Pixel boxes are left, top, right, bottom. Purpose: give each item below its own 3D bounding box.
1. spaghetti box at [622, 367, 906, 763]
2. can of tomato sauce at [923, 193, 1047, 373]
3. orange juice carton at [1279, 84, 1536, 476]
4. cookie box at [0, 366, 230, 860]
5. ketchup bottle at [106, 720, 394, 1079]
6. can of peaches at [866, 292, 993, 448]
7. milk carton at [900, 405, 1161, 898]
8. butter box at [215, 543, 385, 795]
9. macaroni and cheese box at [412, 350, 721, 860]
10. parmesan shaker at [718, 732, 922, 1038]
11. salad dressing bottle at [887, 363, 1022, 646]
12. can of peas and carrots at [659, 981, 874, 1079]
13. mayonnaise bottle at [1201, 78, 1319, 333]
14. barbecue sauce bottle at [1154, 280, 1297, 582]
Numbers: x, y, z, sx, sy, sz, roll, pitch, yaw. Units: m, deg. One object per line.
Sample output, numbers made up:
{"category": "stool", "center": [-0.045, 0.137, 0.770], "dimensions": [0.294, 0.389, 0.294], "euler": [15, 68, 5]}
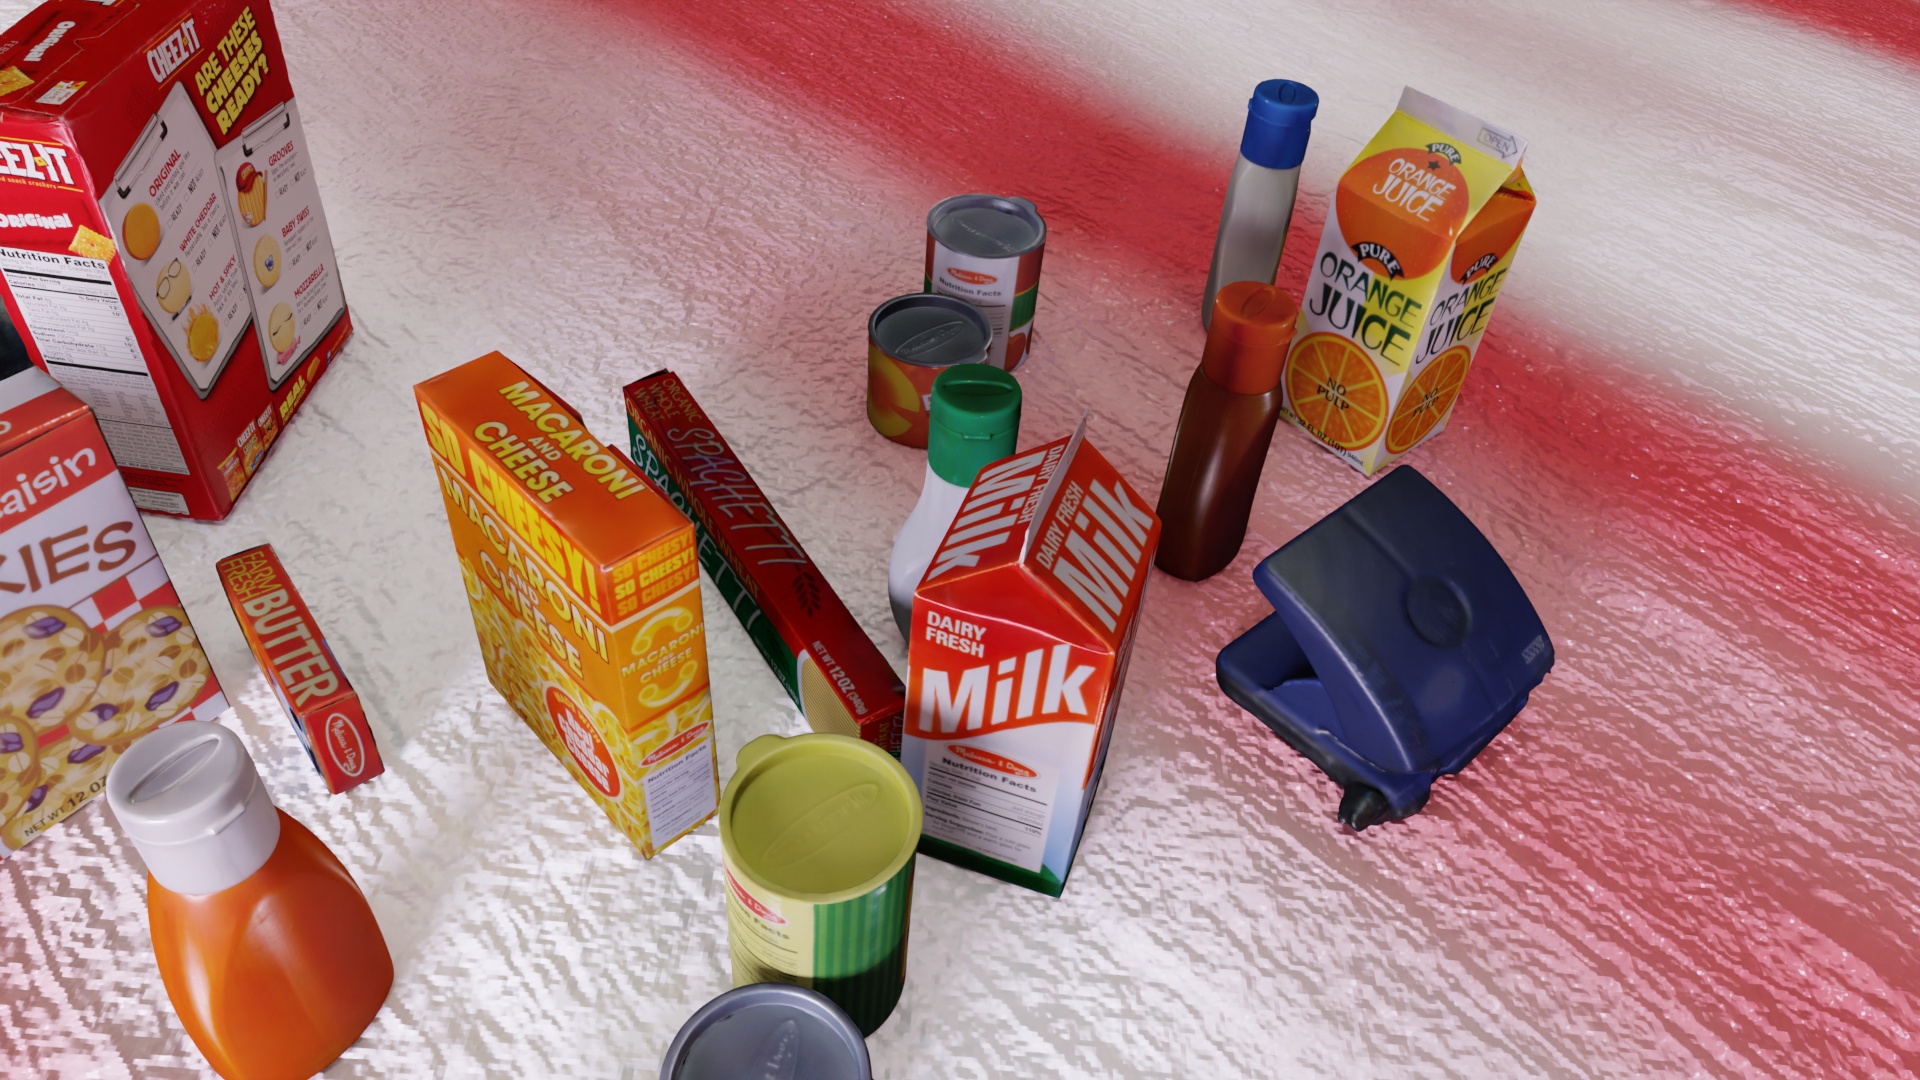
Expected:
{"category": "spaghetti box", "center": [-0.095, 0.010, 0.641], "dimensions": [0.029, 0.049, 0.251], "euler": [-21, 50, -25]}
{"category": "can of tomato sauce", "center": [0.012, -0.145, 0.790], "dimensions": [0.071, 0.082, 0.071], "euler": [3, 44, -3]}
{"category": "orange juice carton", "center": [0.232, -0.135, 0.724], "dimensions": [0.073, 0.191, 0.072], "euler": [-28, 53, -30]}
{"category": "cookie box", "center": [-0.352, 0.037, 0.500], "dimensions": [0.040, 0.166, 0.123], "euler": [29, 48, 22]}
{"category": "ketchup bottle", "center": [-0.226, 0.117, 0.443], "dimensions": [0.043, 0.148, 0.065], "euler": [26, 47, 20]}
{"category": "can of peaches", "center": [-0.016, -0.090, 0.747], "dimensions": [0.071, 0.057, 0.071], "euler": [3, 44, -3]}
{"category": "milk carton", "center": [0.025, 0.043, 0.517], "dimensions": [0.073, 0.189, 0.073], "euler": [16, 45, 11]}
{"category": "butter box", "center": [-0.274, 0.052, 0.575], "dimensions": [0.024, 0.052, 0.104], "euler": [-26, 52, -29]}
{"category": "macaroni and cheese box", "center": [-0.147, 0.027, 0.533], "dimensions": [0.040, 0.165, 0.124], "euler": [-32, 55, -32]}
{"category": "parmesan shaker", "center": [-0.051, 0.124, 0.488], "dimensions": [0.071, 0.102, 0.072], "euler": [3, 44, -3]}
{"category": "salad dressing bottle", "center": [0.002, -0.008, 0.599], "dimensions": [0.064, 0.146, 0.044], "euler": [2, 44, -4]}
{"category": "can of peas and carrots", "center": [-0.060, 0.188, 0.452], "dimensions": [0.071, 0.058, 0.071], "euler": [3, 44, -3]}
{"category": "mayonnaise bottle", "center": [0.174, -0.192, 0.809], "dimensions": [0.041, 0.147, 0.065], "euler": [13, 44, 7]}
{"category": "barbecue sauce bottle", "center": [0.125, -0.051, 0.657], "dimensions": [0.044, 0.147, 0.065], "euler": [27, 48, 21]}
